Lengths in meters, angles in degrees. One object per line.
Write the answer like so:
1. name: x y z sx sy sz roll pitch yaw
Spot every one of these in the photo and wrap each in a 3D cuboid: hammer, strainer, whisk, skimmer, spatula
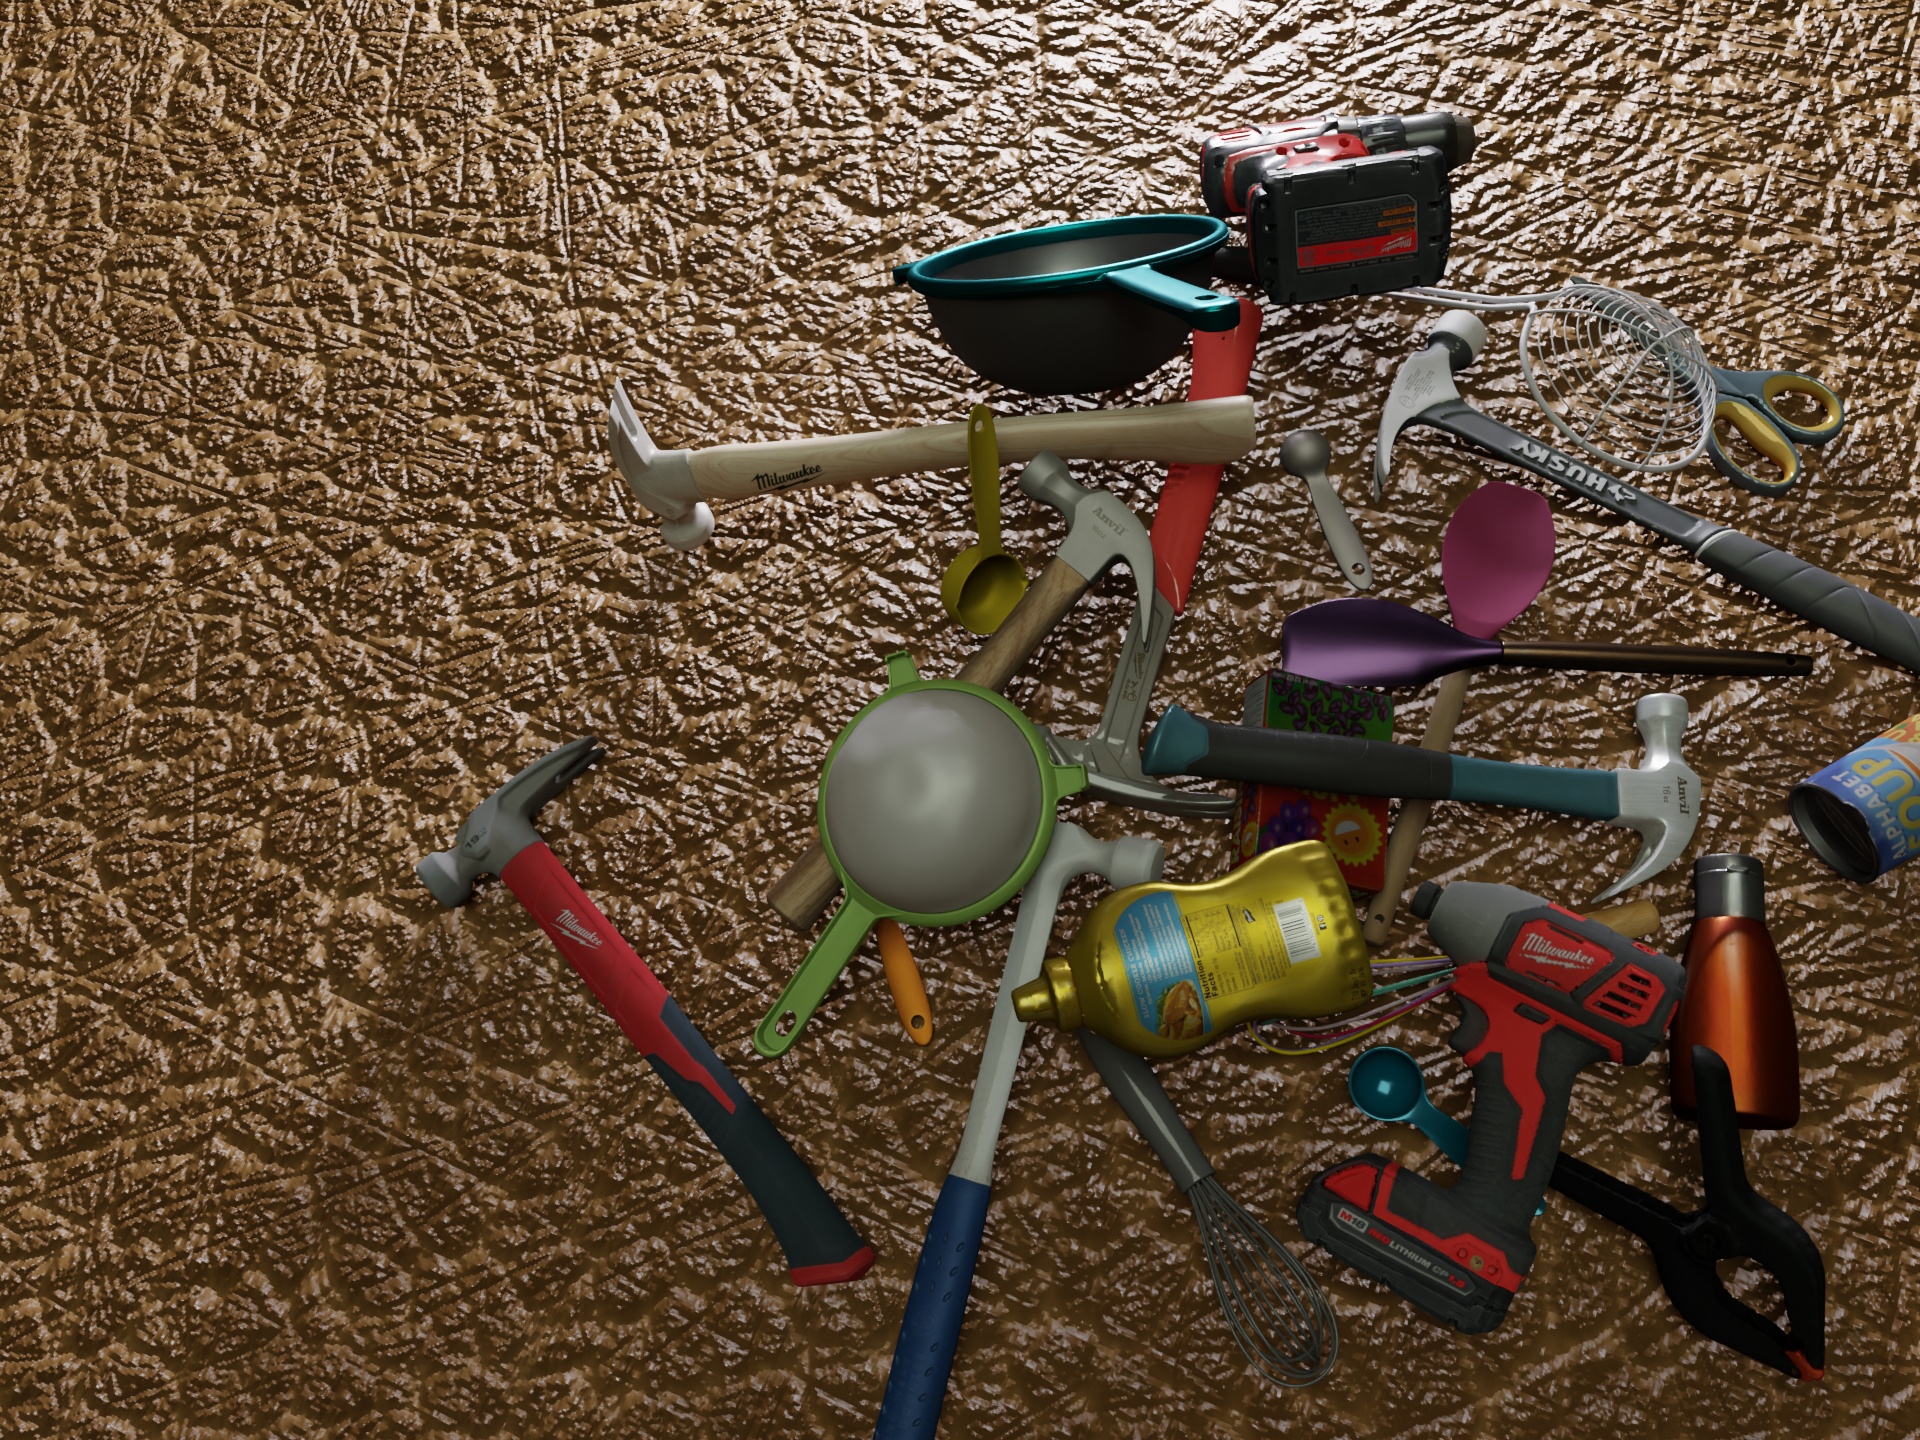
1. hammer: 0.448 -0.115 0.985 0.409 0.036 0.149 32 68 17
2. hammer: -0.019 -0.180 1.023 0.410 0.146 0.038 -4 60 10
3. strainer: 0.094 -0.244 0.998 0.211 0.095 0.341 -15 26 -12
4. whisk: 0.283 0.141 0.918 0.245 0.051 0.047 -16 62 0
5. strainer: -0.053 0.087 0.927 0.151 0.069 0.256 33 88 20
6. hammer: 0.003 0.251 0.912 0.144 0.035 0.406 9 74 23
7. skimmer: 0.298 -0.245 1.021 0.127 0.090 0.364 -37 42 -28
8. whisk: 0.131 0.261 0.898 0.055 0.055 0.239 -32 64 -4
9. hammer: 0.268 0.030 0.922 0.331 0.033 0.128 7 70 -5
10. spatula: 0.356 -0.042 0.973 0.316 0.018 0.060 3 70 4
11. hammer: -0.174 0.179 0.979 0.143 0.038 0.387 -41 69 -9
12. hammer: 0.150 -0.115 1.039 0.149 0.036 0.359 14 73 14
13. hammer: -0.002 -0.003 0.987 0.130 0.031 0.331 40 92 14

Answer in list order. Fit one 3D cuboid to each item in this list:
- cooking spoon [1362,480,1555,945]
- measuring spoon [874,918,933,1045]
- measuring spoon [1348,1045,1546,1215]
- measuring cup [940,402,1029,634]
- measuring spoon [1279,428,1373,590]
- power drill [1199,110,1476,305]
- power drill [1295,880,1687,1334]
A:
1. cooking spoon: 0.301 -0.010 0.984 0.069 0.017 0.319 20 73 11
2. measuring spoon: -0.040 0.145 0.984 0.021 0.011 0.117 -21 68 1
3. measuring spoon: 0.276 0.233 0.901 0.129 0.021 0.042 39 95 11
4. measuring cup: 0.010 -0.129 1.015 0.062 0.156 0.029 -23 34 -30
5. measuring spoon: 0.243 -0.141 1.043 0.034 0.018 0.124 -19 69 1
6. power drill: 0.261 -0.350 1.042 0.188 0.080 0.227 -7 31 5
7. power drill: 0.273 0.197 0.850 0.143 0.078 0.219 27 89 23
